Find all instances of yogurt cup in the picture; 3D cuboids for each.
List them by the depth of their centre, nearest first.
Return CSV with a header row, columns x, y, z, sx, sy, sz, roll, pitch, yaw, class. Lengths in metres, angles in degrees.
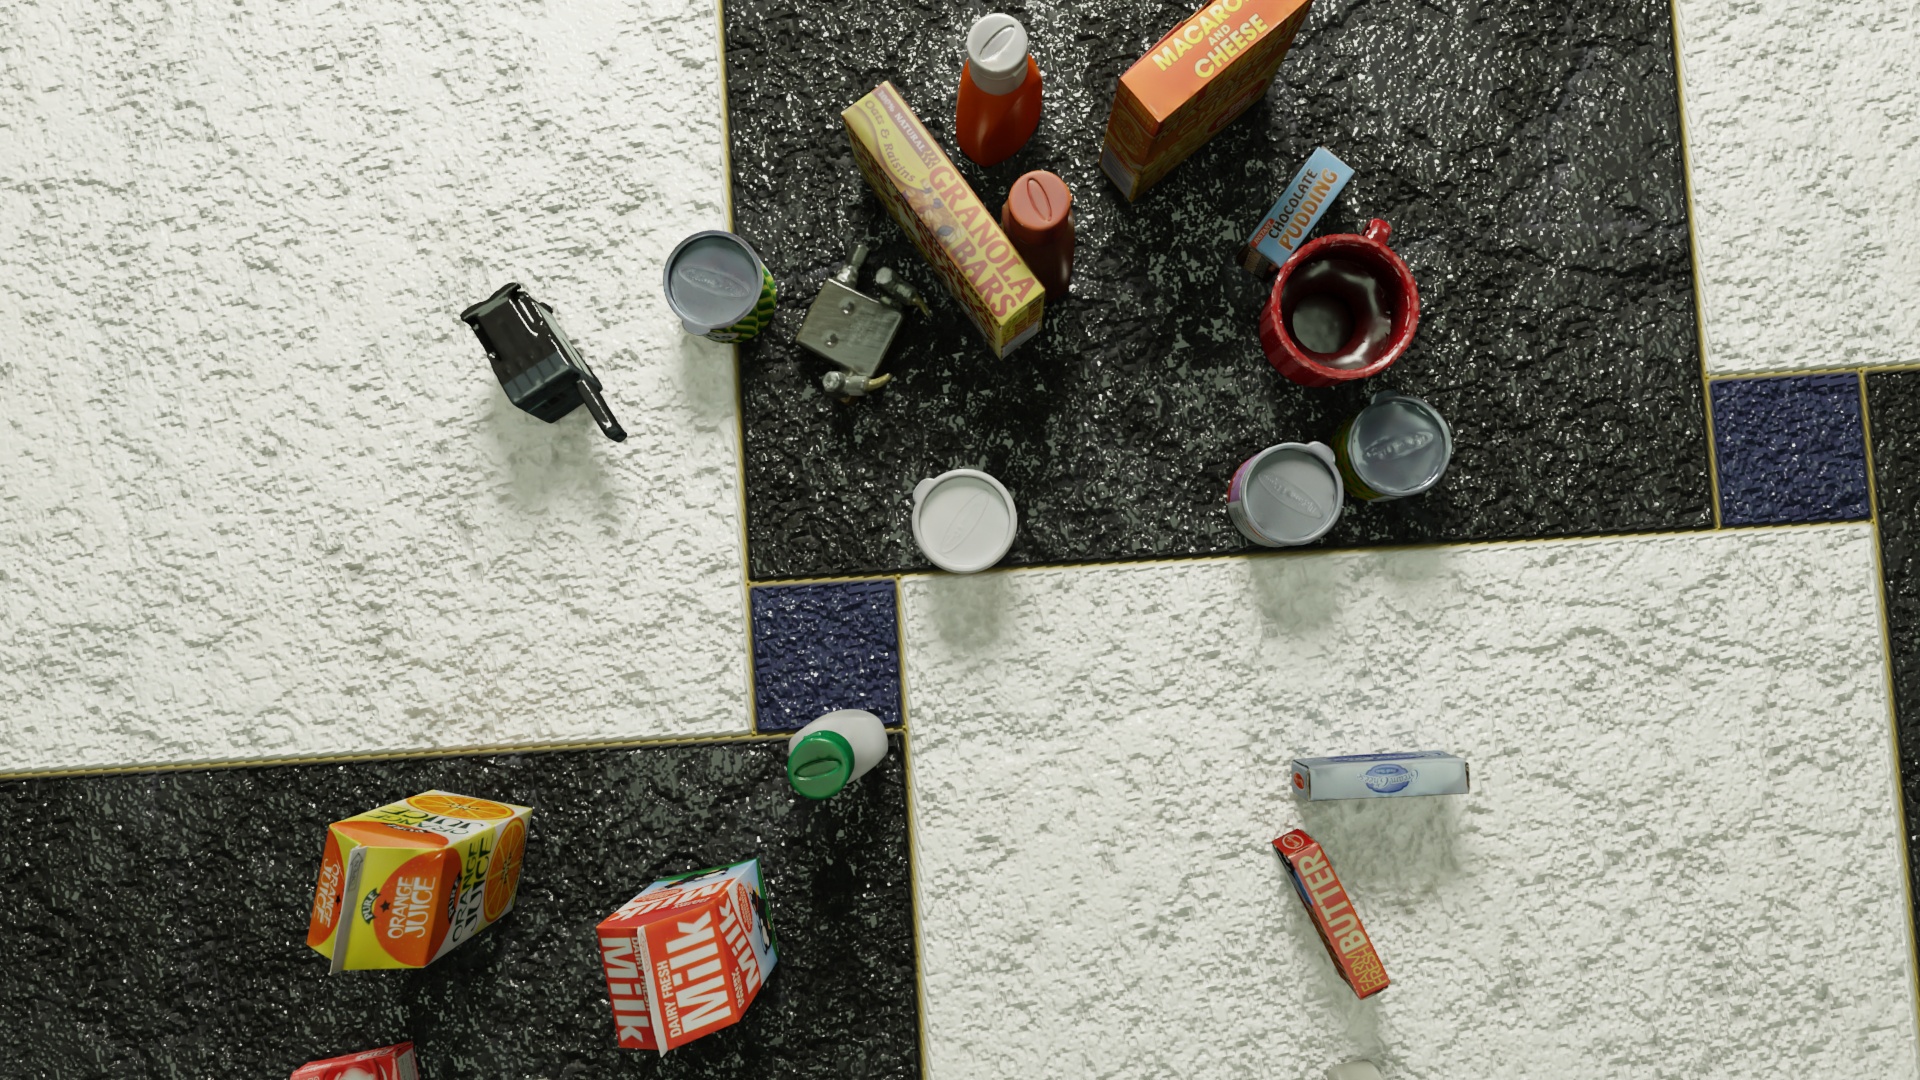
x,y,z,sx,sy,sz,roll,pitch,yaw,class
0.003,-0.012,0.924,0.072,0.054,0.072,0,87,2,yogurt cup

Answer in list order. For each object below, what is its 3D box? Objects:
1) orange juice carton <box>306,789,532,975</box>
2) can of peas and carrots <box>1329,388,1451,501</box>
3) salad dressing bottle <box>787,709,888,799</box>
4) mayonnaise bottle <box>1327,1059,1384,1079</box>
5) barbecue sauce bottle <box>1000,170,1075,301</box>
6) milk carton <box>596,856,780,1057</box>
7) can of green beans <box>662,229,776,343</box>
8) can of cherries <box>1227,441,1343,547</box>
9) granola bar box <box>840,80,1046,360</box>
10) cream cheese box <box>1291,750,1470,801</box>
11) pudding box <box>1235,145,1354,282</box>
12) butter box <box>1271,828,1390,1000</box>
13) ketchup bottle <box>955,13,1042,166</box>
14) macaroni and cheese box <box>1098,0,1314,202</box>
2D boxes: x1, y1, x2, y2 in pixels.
x,y,z,sx,sy,sz,roll,pitch,yaw,class
-0.335,0.207,0.852,0.073,0.192,0.072,10,88,2,orange juice carton
0.281,-0.062,0.917,0.071,0.058,0.071,0,87,2,can of peas and carrots
-0.081,0.134,0.872,0.064,0.147,0.044,-14,87,1,salad dressing bottle
0.261,0.371,0.850,0.041,0.148,0.065,-12,87,1,mayonnaise bottle
0.049,-0.196,0.885,0.044,0.148,0.065,-22,87,1,barbecue sauce bottle
-0.166,0.251,0.847,0.073,0.190,0.072,-13,87,1,milk carton
-0.161,-0.169,0.935,0.071,0.058,0.071,0,87,2,can of green beans
0.215,-0.031,0.917,0.071,0.058,0.071,0,87,2,can of cherries
-0.008,-0.203,0.899,0.039,0.124,0.165,-37,87,0,granola bar box
0.273,0.154,0.908,0.104,0.053,0.024,-3,88,1,cream cheese box
0.223,-0.218,0.931,0.030,0.049,0.083,37,89,3,pudding box
0.241,0.242,0.905,0.024,0.053,0.103,-27,87,0,butter box
0.025,-0.290,0.890,0.043,0.149,0.065,44,89,3,ketchup bottle
0.150,-0.288,0.878,0.124,0.166,0.040,-40,87,0,macaroni and cheese box
